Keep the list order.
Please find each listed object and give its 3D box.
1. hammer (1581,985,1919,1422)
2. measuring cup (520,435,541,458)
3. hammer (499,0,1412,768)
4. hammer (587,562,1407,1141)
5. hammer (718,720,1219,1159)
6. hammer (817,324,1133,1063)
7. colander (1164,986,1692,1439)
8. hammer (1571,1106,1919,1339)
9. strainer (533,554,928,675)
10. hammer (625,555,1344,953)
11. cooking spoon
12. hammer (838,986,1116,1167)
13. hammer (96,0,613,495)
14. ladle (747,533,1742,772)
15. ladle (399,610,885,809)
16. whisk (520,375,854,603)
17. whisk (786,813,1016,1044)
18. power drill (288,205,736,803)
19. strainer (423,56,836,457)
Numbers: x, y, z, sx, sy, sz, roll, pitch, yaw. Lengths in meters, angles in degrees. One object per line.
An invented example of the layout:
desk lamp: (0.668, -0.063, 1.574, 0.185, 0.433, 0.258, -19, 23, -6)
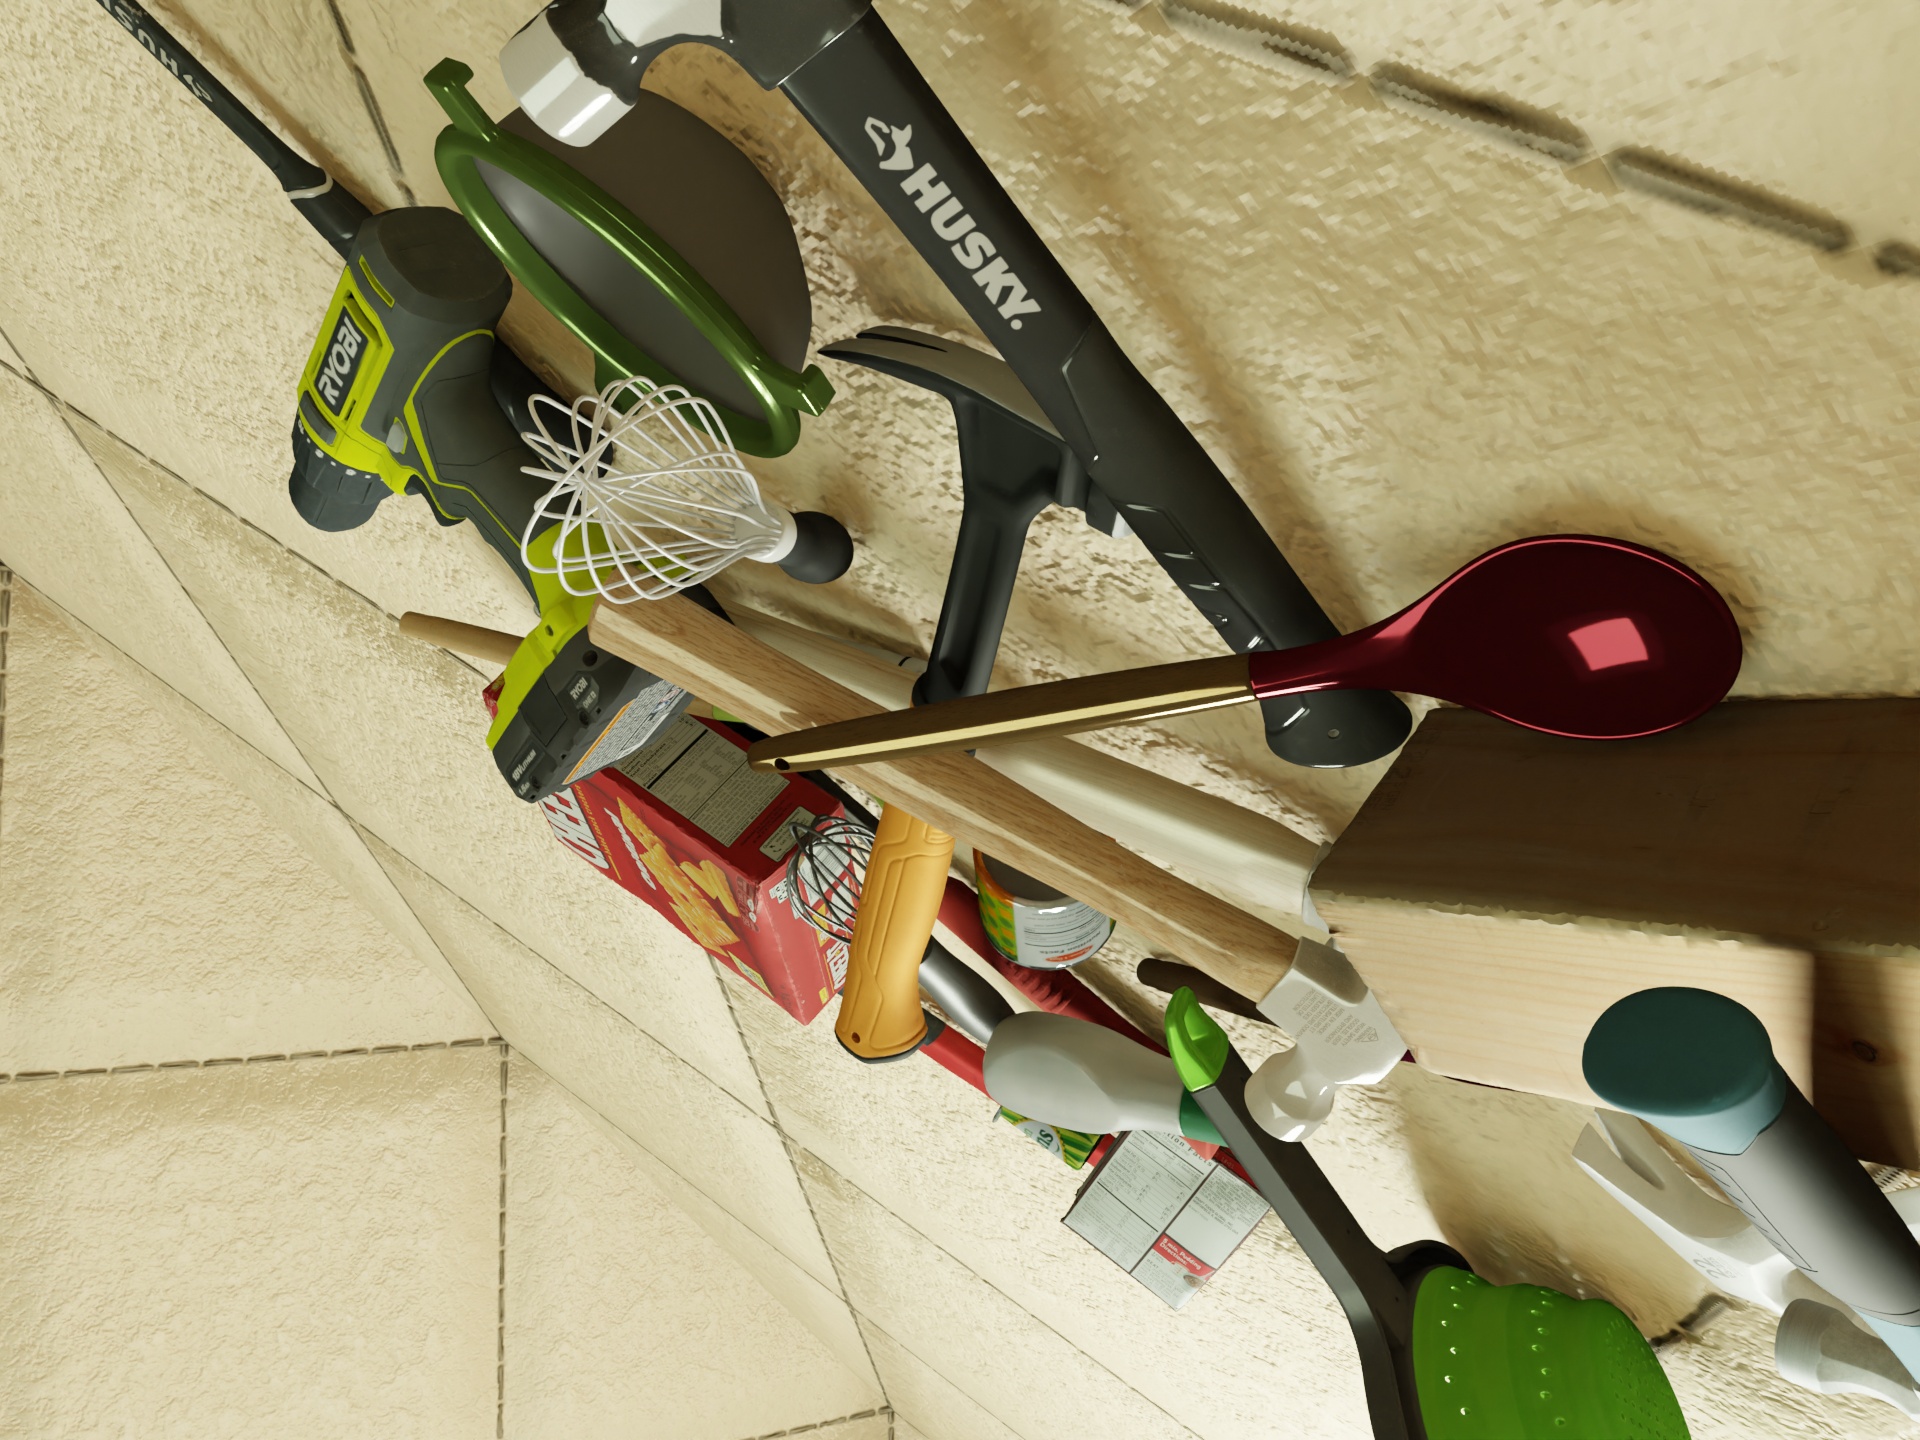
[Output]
hammer: (0.250, 0.152, 0.437, 0.128, 0.033, 0.330, 6, 154, 47)
measuring cup: (-0.261, -0.129, 0.857, 0.083, 0.038, 0.167, 35, 151, 12)
hammer: (0.040, -0.099, 0.455, 0.146, 0.035, 0.334, -29, 122, 25)
hammer: (0.015, 0.034, 0.574, 0.331, 0.031, 0.130, 29, 131, 2)
hammer: (0.005, 0.114, 0.883, 0.359, 0.037, 0.149, 40, 154, 2)
hammer: (-0.017, 0.014, 0.629, 0.127, 0.034, 0.336, 31, 131, 21)
colander: (0.234, 0.272, 0.731, 0.094, 0.204, 0.397, -30, 101, 29)
hammer: (0.333, 0.128, 0.461, 0.144, 0.035, 0.405, 37, 154, 7)
strainer: (-0.107, -0.045, 0.784, 0.258, 0.050, 0.086, 16, 150, 31)
hammer: (-0.001, -0.002, 0.669, 0.411, 0.038, 0.146, 22, 148, 23)
cooking spoon: (0.168, 0.130, 0.667, 0.068, 0.017, 0.319, 14, 174, -28)
hammer: (-0.004, 0.229, 1.074, 0.386, 0.038, 0.143, 30, 154, 21)
hammer: (-0.319, -0.259, 0.740, 0.409, 0.036, 0.149, 45, 155, -9)
ladle: (0.067, -0.008, 0.492, 0.315, 0.031, 0.069, -9, 122, 26)
ladle: (-0.149, -0.002, 0.801, 0.320, 0.062, 0.078, 14, 171, 15)
whisk: (-0.078, -0.071, 0.561, 0.070, 0.070, 0.284, 37, -173, 7)
whisk: (-0.020, 0.115, 0.801, 0.055, 0.055, 0.238, 18, 158, 38)
power drill: (-0.215, -0.083, 0.709, 0.228, 0.080, 0.190, 54, 135, 6)
strainer: (-0.110, -0.163, 0.593, 0.151, 0.069, 0.256, 39, 172, -10)
